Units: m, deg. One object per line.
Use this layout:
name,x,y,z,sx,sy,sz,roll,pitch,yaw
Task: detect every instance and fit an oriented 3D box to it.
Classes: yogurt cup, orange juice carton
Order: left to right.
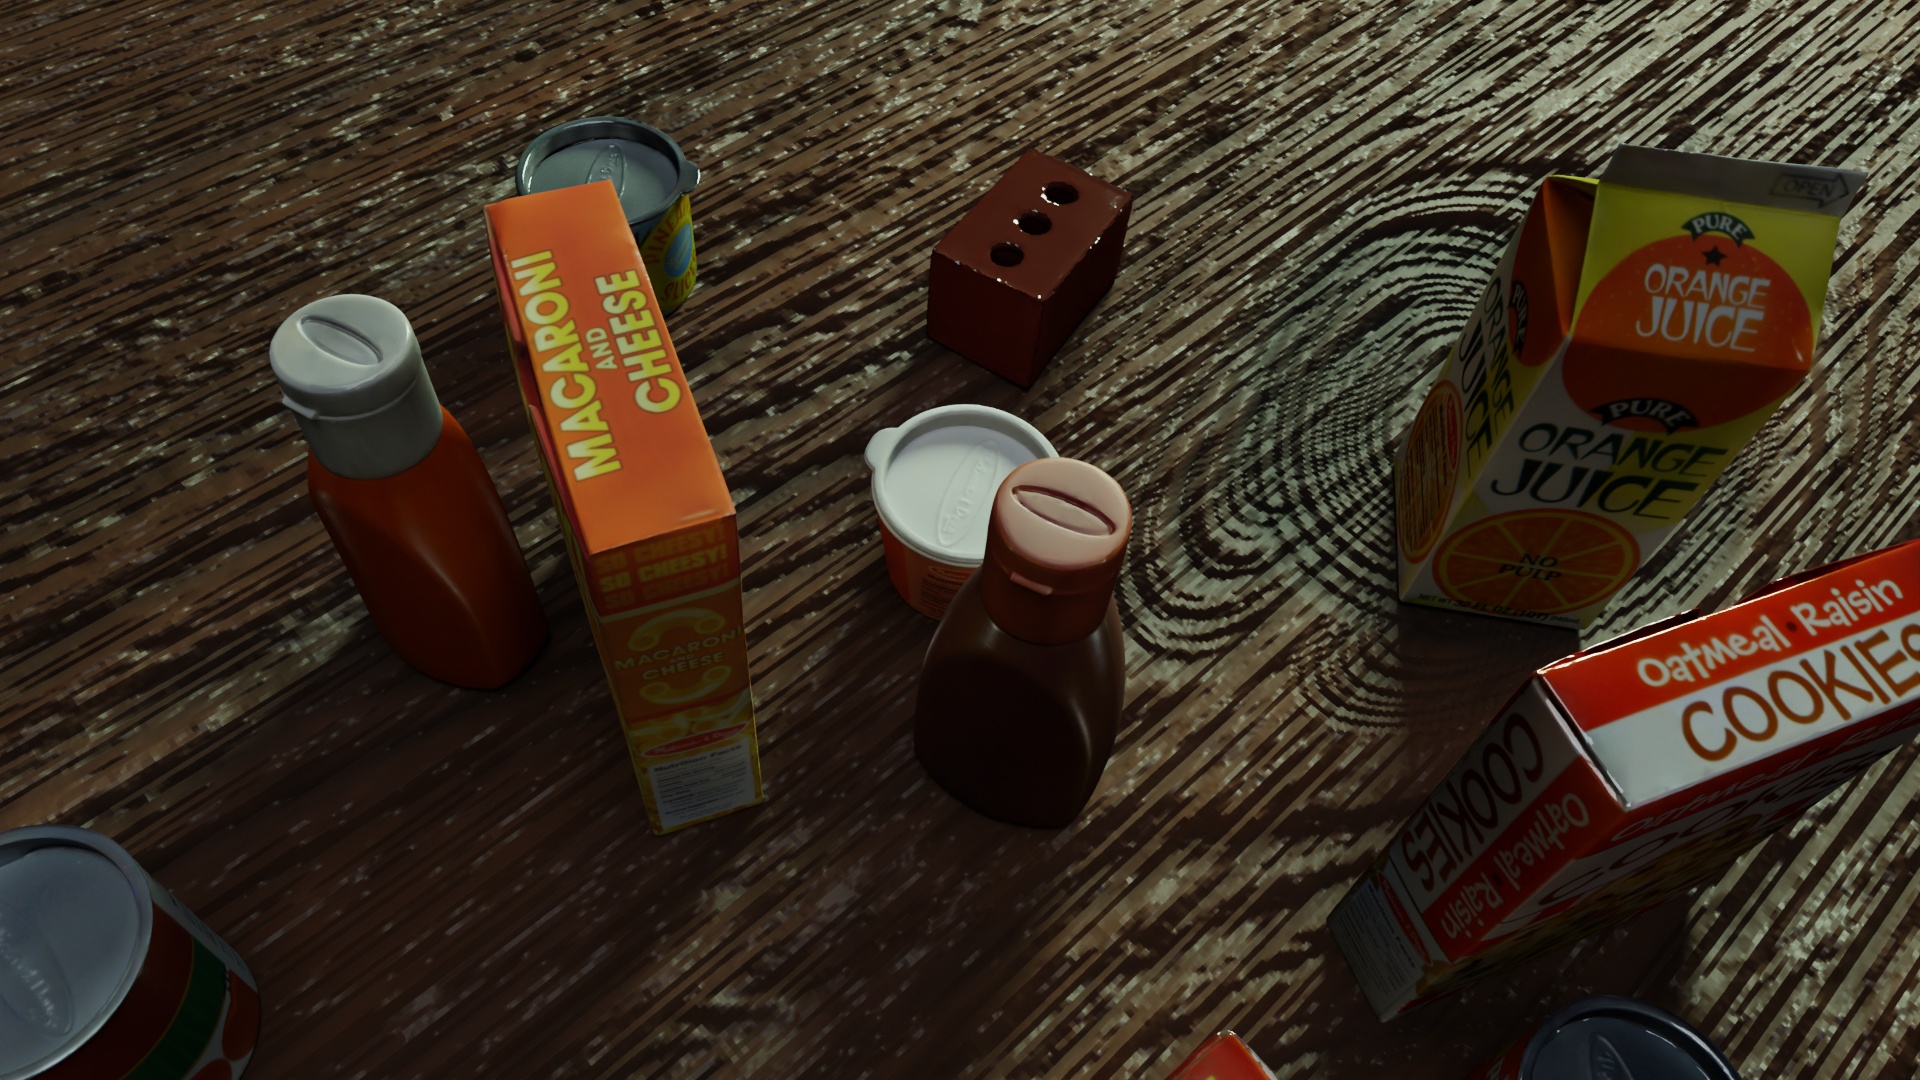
yogurt cup,0.002,-0.006,0.496,0.072,0.053,0.073,2,55,-3
orange juice carton,0.210,-0.052,0.463,0.072,0.191,0.073,9,55,1

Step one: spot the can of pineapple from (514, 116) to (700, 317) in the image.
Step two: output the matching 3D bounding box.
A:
can of pineapple,-0.140,-0.128,0.564,0.071,0.057,0.071,2,55,-3

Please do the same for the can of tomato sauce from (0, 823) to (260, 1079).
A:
can of tomato sauce,-0.235,0.124,0.367,0.071,0.082,0.071,2,55,-3

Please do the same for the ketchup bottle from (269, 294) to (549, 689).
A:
ketchup bottle,-0.169,-0.011,0.426,0.065,0.148,0.044,27,58,13

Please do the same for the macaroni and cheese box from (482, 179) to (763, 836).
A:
macaroni and cheese box,-0.098,-0.002,0.416,0.040,0.165,0.124,-16,59,-15

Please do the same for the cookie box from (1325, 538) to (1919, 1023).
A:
cookie box,0.186,0.073,0.389,0.123,0.166,0.040,-16,59,-15

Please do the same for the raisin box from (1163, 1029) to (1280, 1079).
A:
raisin box,0.067,0.178,0.333,0.040,0.122,0.086,-30,63,-23

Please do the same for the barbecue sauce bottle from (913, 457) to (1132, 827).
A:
barbecue sauce bottle,0.021,0.034,0.413,0.065,0.147,0.044,24,57,11

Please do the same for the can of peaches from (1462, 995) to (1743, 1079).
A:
can of peaches,0.175,0.169,0.388,0.071,0.057,0.071,2,55,-3
